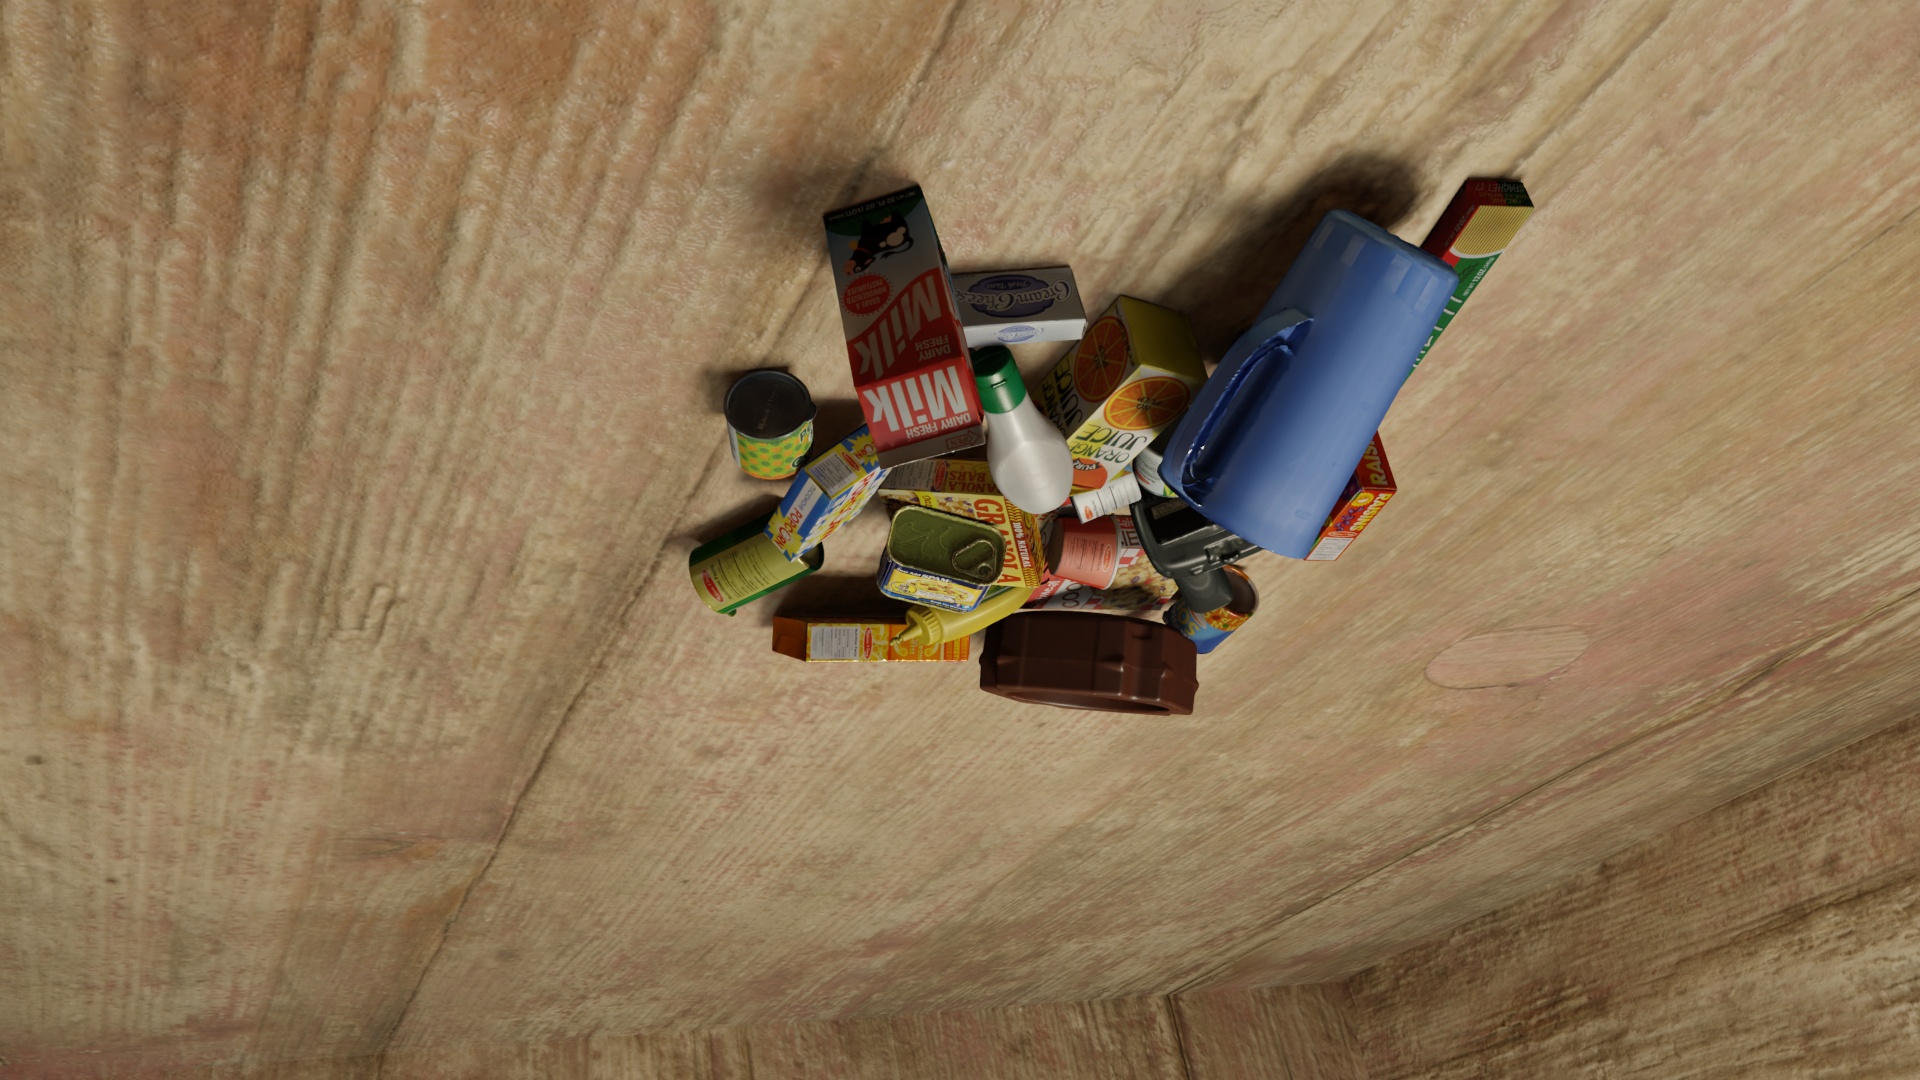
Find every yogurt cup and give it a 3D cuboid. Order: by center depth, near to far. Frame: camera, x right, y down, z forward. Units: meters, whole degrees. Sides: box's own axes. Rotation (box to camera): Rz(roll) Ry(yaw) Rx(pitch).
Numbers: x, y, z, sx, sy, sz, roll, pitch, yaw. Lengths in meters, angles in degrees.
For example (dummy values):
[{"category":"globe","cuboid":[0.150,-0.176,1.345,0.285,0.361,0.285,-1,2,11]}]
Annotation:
[{"category":"yogurt cup","cuboid":[0.113,0.009,1.281,0.054,0.073,0.072,7,146,-11]}]

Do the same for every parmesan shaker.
[{"category":"parmesan shaker","cuboid":[-0.180,0.019,1.239,0.103,0.071,0.071,-25,147,20]}]

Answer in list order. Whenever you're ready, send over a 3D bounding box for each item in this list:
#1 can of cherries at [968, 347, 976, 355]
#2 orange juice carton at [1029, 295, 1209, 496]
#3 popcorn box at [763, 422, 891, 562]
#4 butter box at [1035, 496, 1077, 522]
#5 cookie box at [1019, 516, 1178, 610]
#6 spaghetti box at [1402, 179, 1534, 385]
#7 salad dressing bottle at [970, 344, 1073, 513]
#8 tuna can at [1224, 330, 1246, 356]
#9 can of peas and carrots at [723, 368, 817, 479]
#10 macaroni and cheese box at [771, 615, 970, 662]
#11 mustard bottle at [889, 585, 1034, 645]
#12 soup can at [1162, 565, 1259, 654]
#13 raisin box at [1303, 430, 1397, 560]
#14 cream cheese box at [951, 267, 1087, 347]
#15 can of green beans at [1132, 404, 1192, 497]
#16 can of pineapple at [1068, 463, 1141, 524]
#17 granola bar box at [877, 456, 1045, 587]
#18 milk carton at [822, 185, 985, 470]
[{"category":"can of cherries","cuboid":[-0.020,-0.125,1.053,0.071,0.072,0.058,-27,147,24]},{"category":"orange juice carton","cuboid":[0.110,-0.105,1.131,0.073,0.072,0.191,10,143,-31]},{"category":"popcorn box","cuboid":[-0.105,-0.041,1.140,0.085,0.038,0.126,-39,175,-33]},{"category":"butter box","cuboid":[0.081,-0.040,1.277,0.104,0.024,0.053,5,147,-25]},{"category":"cookie box","cuboid":[0.149,0.025,1.393,0.168,0.040,0.122,2,147,-21]},{"category":"spaghetti box","cuboid":[0.373,-0.190,1.123,0.050,0.029,0.248,-2,148,-15]},{"category":"salad dressing bottle","cuboid":[0.043,-0.084,1.057,0.064,0.044,0.147,-24,134,2]},{"category":"tuna can","cuboid":[0.243,-0.136,1.135,0.033,0.071,0.070,-3,148,-17]},{"category":"can of peas and carrots","cuboid":[-0.145,-0.089,1.073,0.071,0.071,0.058,-7,150,-8]},{"category":"macaroni and cheese box","cuboid":[-0.090,0.097,1.376,0.167,0.040,0.123,2,180,-22]},{"category":"mustard bottle","cuboid":[-0.001,0.061,1.324,0.161,0.065,0.048,-30,154,-28]},{"category":"soup can","cuboid":[0.269,0.073,1.493,0.071,0.071,0.083,5,145,-26]},{"category":"raisin box","cuboid":[0.351,-0.048,1.296,0.040,0.086,0.122,3,147,-15]},{"category":"cream cheese box","cuboid":[0.036,-0.170,1.014,0.104,0.053,0.024,-6,149,-11]},{"category":"can of green beans","cuboid":[0.183,-0.080,1.204,0.071,0.071,0.057,-10,149,-3]},{"category":"can of pineapple","cuboid":[0.119,-0.057,1.218,0.058,0.071,0.070,-22,149,3]},{"category":"granola bar box","cuboid":[0.004,-0.016,1.242,0.124,0.039,0.165,4,152,12]},{"category":"milk carton","cuboid":[-0.035,-0.133,0.915,0.072,0.191,0.073,-15,150,6]}]
